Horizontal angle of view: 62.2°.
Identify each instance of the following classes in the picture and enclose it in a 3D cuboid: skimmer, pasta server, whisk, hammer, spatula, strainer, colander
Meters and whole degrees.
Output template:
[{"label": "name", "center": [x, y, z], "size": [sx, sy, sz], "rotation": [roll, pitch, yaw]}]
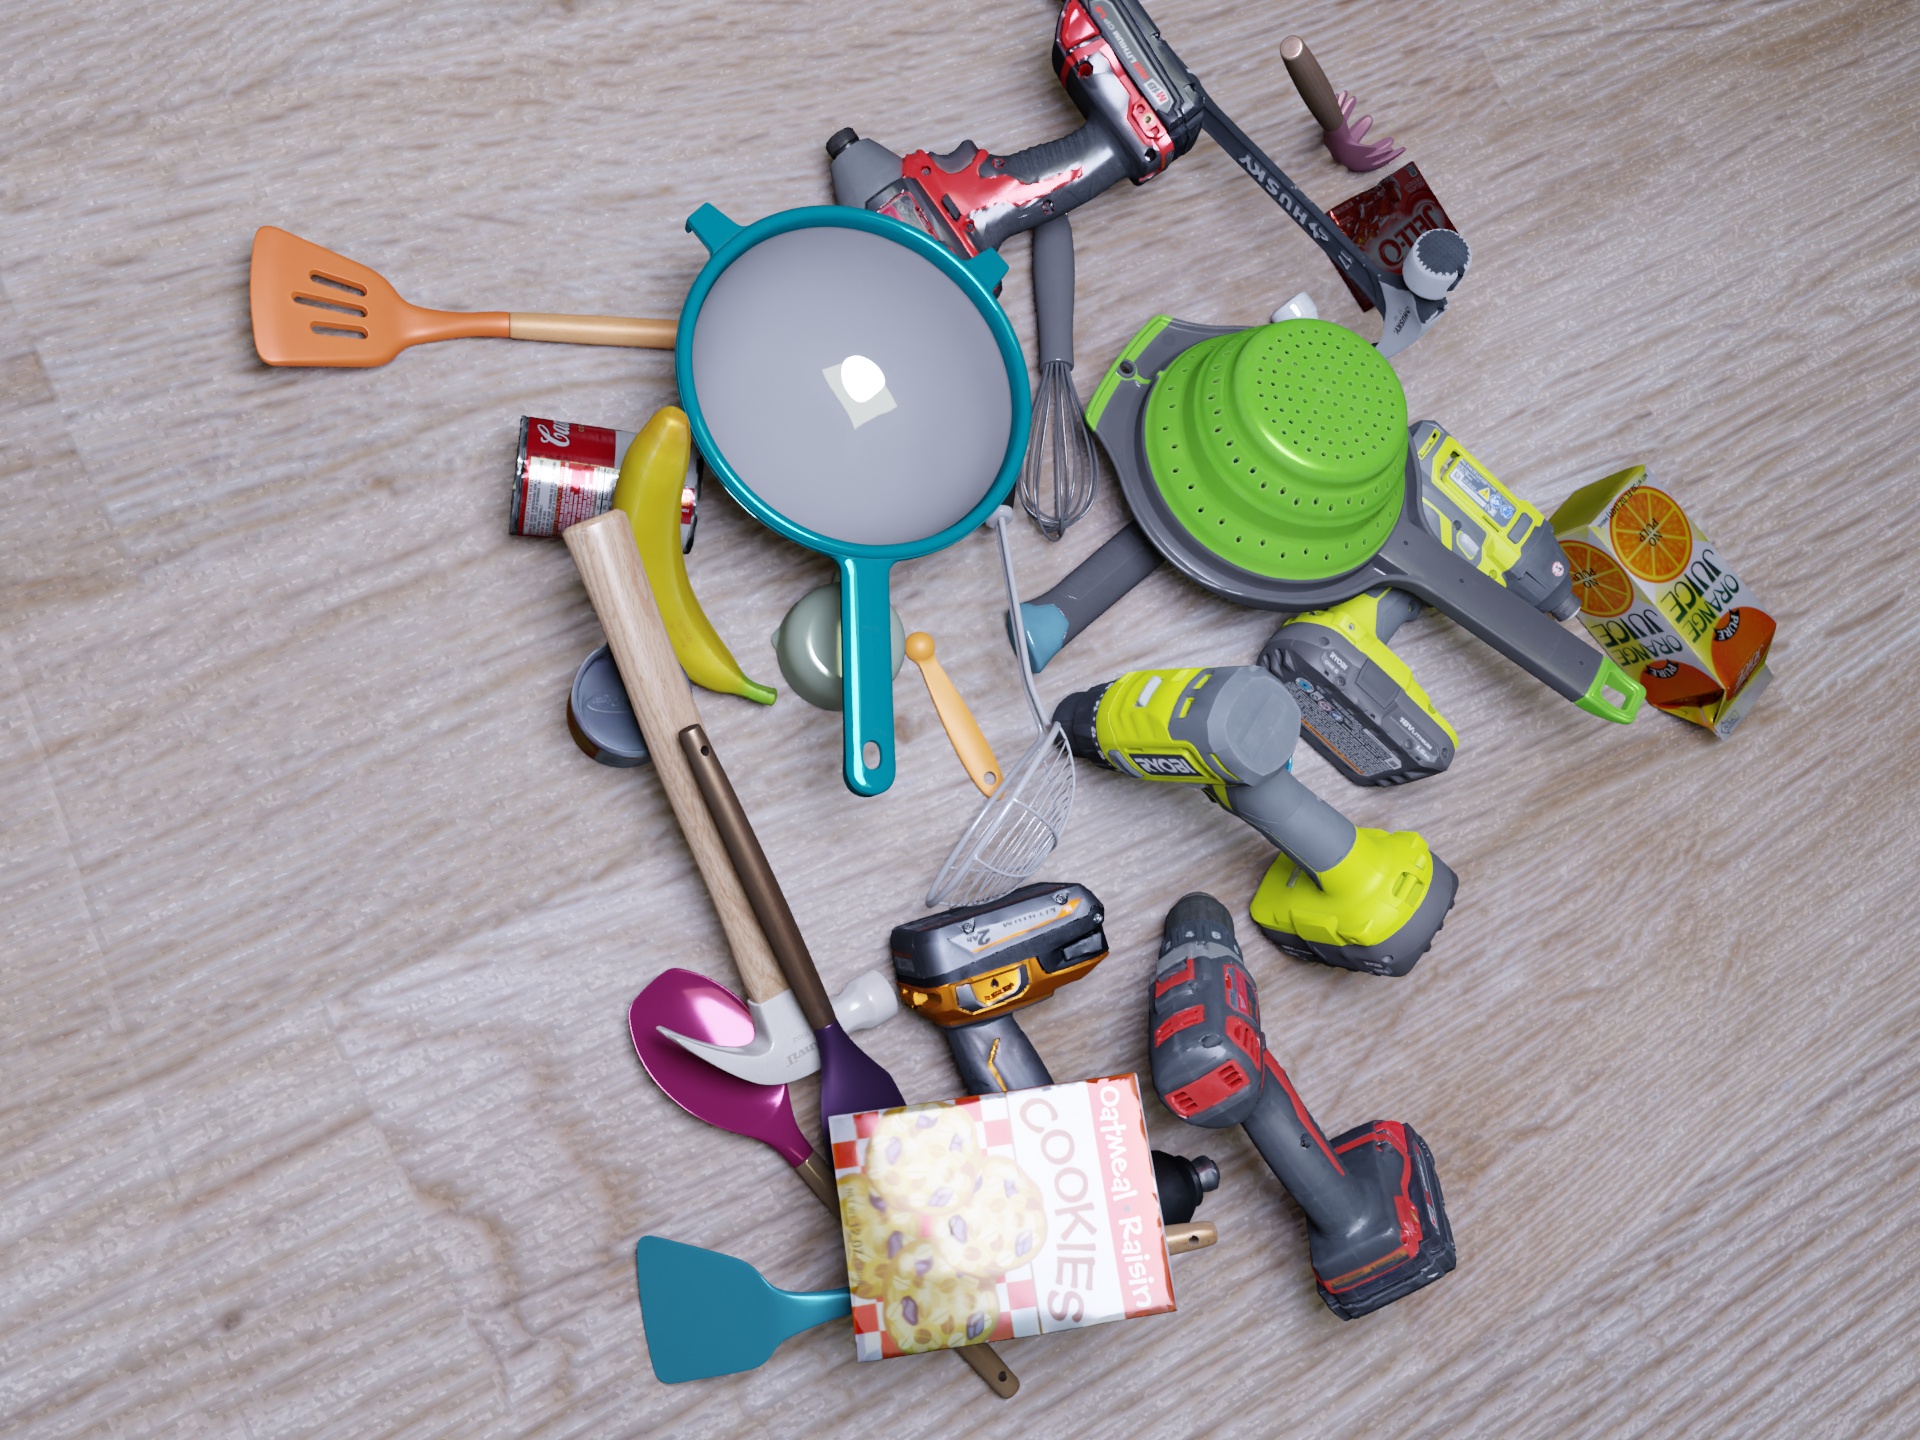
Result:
[{"label": "skimmer", "center": [0.004, -0.068, 0.949], "size": [0.090, 0.127, 0.364], "rotation": [-1, 69, -18]}, {"label": "pasta server", "center": [0.237, -0.392, 1.006], "size": [0.040, 0.316, 0.060], "rotation": [-44, 82, 20]}, {"label": "whisk", "center": [0.060, -0.230, 1.024], "size": [0.055, 0.055, 0.239], "rotation": [4, 75, -17]}, {"label": "hammer", "center": [0.161, -0.392, 1.035], "size": [0.036, 0.149, 0.409], "rotation": [-38, 78, -12]}, {"label": "spatula", "center": [-0.239, -0.234, 0.933], "size": [0.322, 0.041, 0.081], "rotation": [-1, 81, -19]}, {"label": "strainer", "center": [-0.069, -0.121, 0.920], "size": [0.211, 0.095, 0.340], "rotation": [2, 79, -23]}, {"label": "spatula", "center": [-0.017, 0.302, 0.867], "size": [0.317, 0.044, 0.082], "rotation": [-8, 90, -4]}, {"label": "hammer", "center": [-0.143, 0.047, 0.867], "size": [0.130, 0.031, 0.331], "rotation": [-27, 105, -30]}, {"label": "colander", "center": [0.271, -0.130, 0.973], "size": [0.397, 0.094, 0.204], "rotation": [34, 66, 0]}, {"label": "hammer", "center": [0.154, -0.146, 1.045], "size": [0.331, 0.033, 0.128], "rotation": [-40, 93, -19]}, {"label": "spatula", "center": [-0.087, 0.146, 0.874], "size": [0.060, 0.018, 0.315], "rotation": [-32, 108, -33]}]

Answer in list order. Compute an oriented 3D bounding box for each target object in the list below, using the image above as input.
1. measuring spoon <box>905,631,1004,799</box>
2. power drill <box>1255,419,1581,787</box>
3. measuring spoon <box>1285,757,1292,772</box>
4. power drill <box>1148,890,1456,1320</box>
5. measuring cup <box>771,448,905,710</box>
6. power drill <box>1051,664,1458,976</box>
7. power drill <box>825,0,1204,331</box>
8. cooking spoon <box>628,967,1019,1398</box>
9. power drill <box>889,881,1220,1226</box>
[{"label": "measuring spoon", "center": [-0.002, -0.003, 0.983], "size": [0.021, 0.011, 0.117], "rotation": [-28, 90, -20]}, {"label": "power drill", "center": [0.312, -0.070, 1.060], "size": [0.171, 0.080, 0.223], "rotation": [41, 69, -6]}, {"label": "measuring spoon", "center": [0.151, 0.013, 1.030], "size": [0.128, 0.021, 0.042], "rotation": [18, 77, -5]}, {"label": "power drill", "center": [0.190, 0.217, 0.943], "size": [0.080, 0.188, 0.226], "rotation": [-35, 106, 20]}, {"label": "measuring cup", "center": [-0.064, -0.090, 0.963], "size": [0.083, 0.038, 0.168], "rotation": [10, 79, -16]}, {"label": "power drill", "center": [0.169, 0.052, 0.953], "size": [0.228, 0.190, 0.080], "rotation": [42, 71, -22]}, {"label": "power drill", "center": [0.029, -0.354, 0.991], "size": [0.219, 0.078, 0.143], "rotation": [-36, 93, 4]}, {"label": "cooking spoon", "center": [-0.073, 0.270, 0.911], "size": [0.319, 0.017, 0.069], "rotation": [49, 58, -4]}, {"label": "power drill", "center": [0.058, 0.213, 0.932], "size": [0.164, 0.084, 0.226], "rotation": [-15, 90, -19]}]
